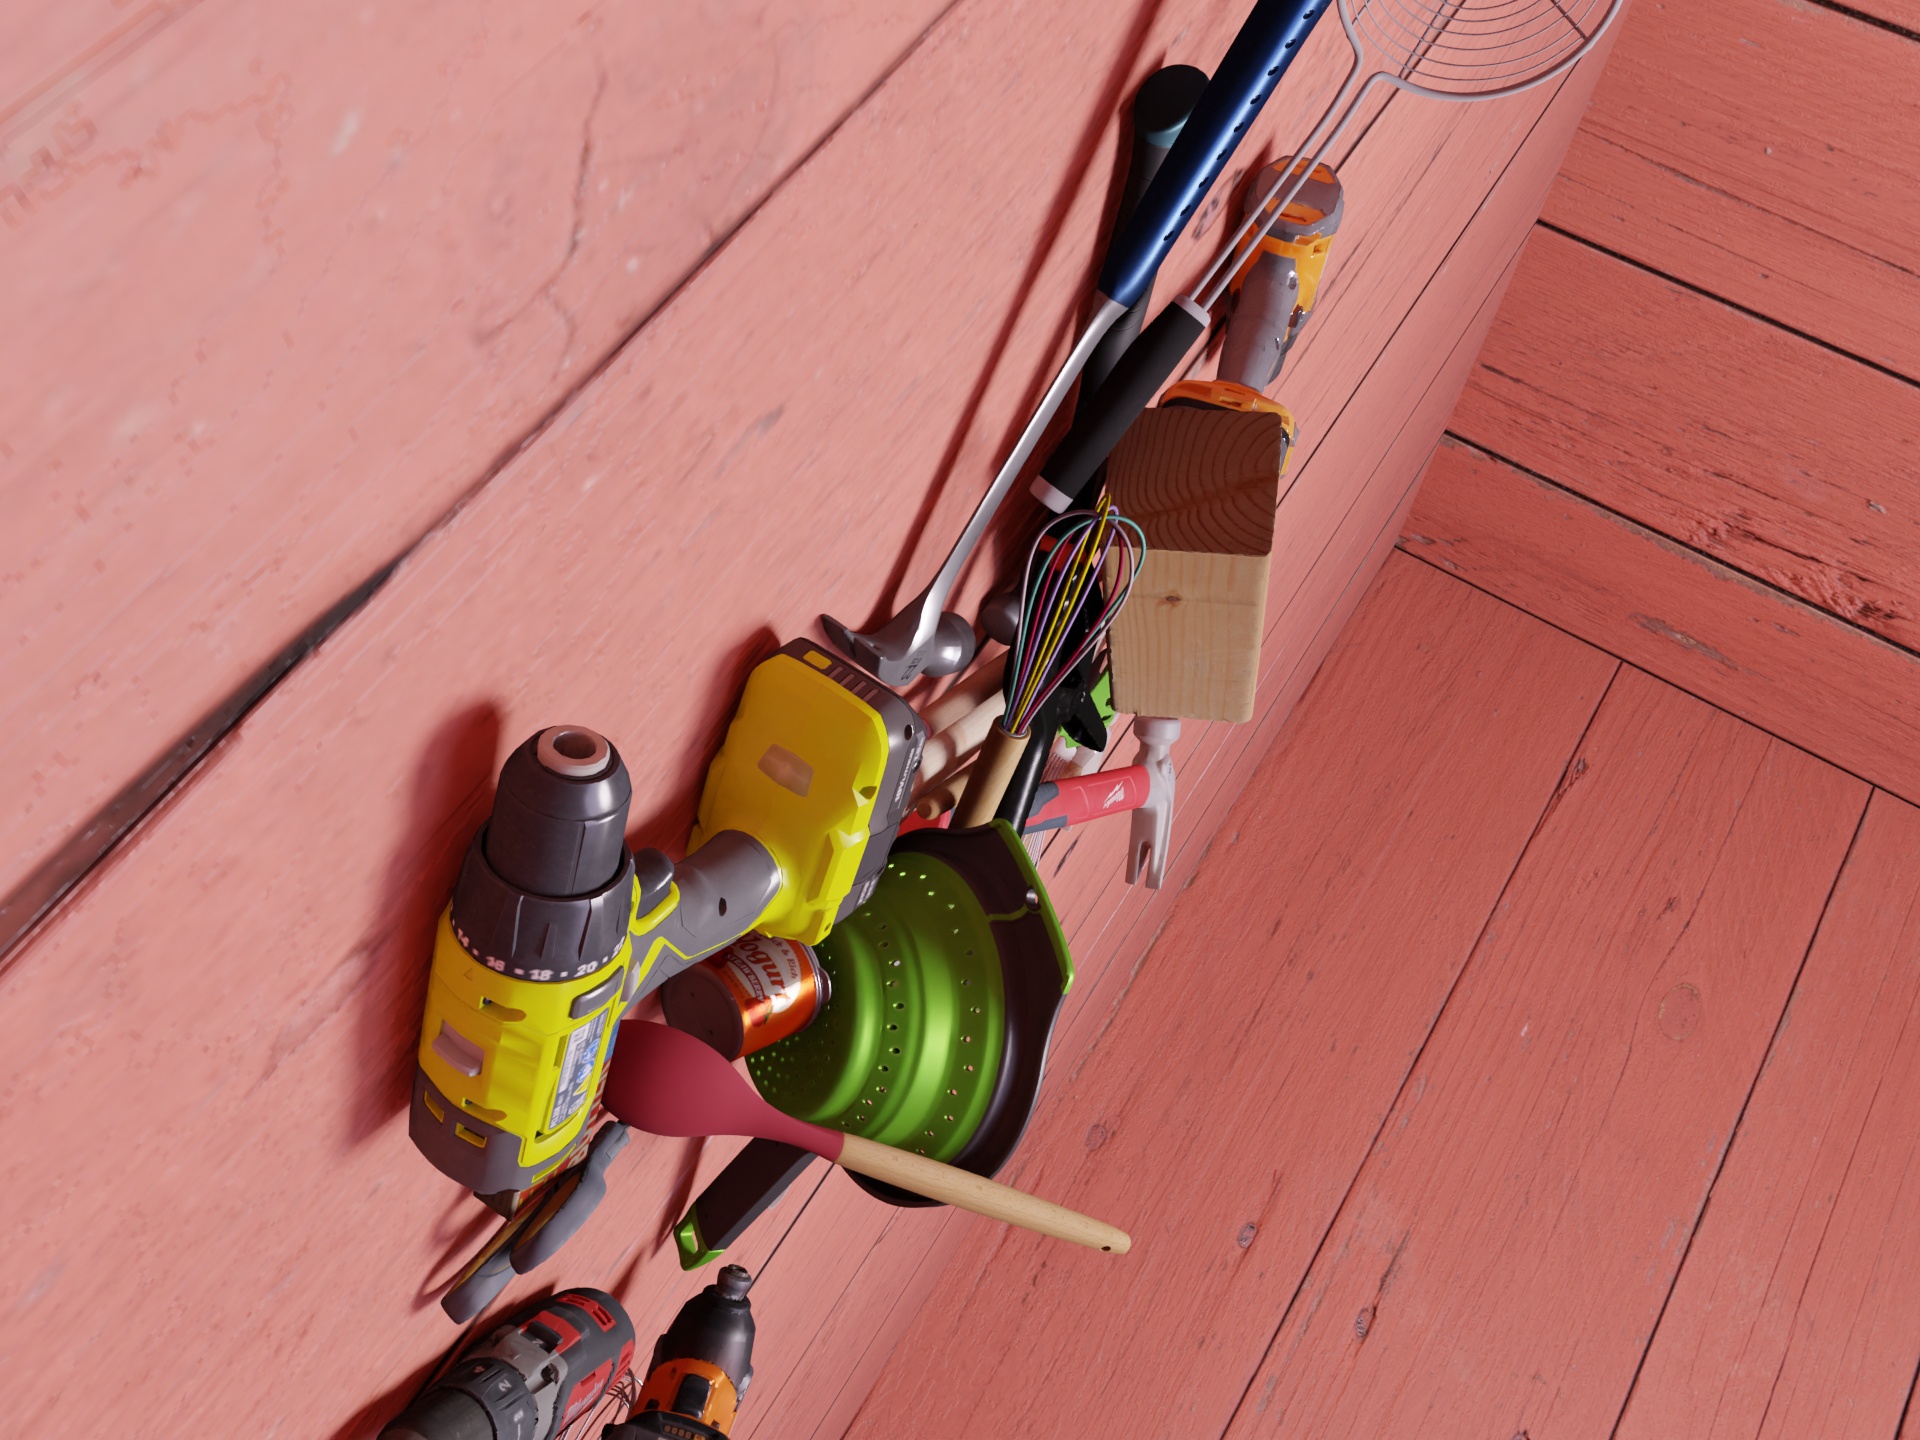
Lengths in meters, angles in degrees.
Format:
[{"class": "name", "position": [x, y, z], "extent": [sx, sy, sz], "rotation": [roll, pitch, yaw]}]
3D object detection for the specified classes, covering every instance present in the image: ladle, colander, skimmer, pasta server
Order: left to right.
[{"class": "colander", "position": [-0.097, 0.208, 0.891], "extent": [0.094, 0.205, 0.397], "rotation": [10, 133, -38]}, {"class": "ladle", "position": [-0.040, 0.214, 0.773], "extent": [0.069, 0.315, 0.031], "rotation": [-45, -149, 33]}, {"class": "pasta server", "position": [-0.001, -0.003, 0.894], "extent": [0.316, 0.040, 0.060], "rotation": [-36, 141, -49]}, {"class": "skimmer", "position": [0.159, -0.239, 0.757], "extent": [0.363, 0.127, 0.090], "rotation": [-52, -150, 14]}]

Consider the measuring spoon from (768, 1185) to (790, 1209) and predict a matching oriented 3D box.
[{"class": "measuring spoon", "position": [-0.136, 0.309, 1.140], "extent": [0.034, 0.018, 0.124], "rotation": [-49, 155, -39]}]

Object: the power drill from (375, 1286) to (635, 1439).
[{"class": "power drill", "position": [-0.257, 0.404, 0.785], "extent": [0.226, 0.080, 0.188], "rotation": [-65, 166, 5]}]

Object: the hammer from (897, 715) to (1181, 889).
[{"class": "hammer", "position": [0.066, 0.076, 1.147], "extent": [0.386, 0.038, 0.143], "rotation": [-6, 103, -60]}]

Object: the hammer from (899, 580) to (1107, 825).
[{"class": "hammer", "position": [0.037, -0.017, 1.045], "extent": [0.411, 0.038, 0.146], "rotation": [-41, 157, -51]}]

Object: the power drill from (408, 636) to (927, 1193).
[{"class": "power drill", "position": [-0.108, 0.054, 0.612], "extent": [0.228, 0.080, 0.190], "rotation": [-36, 152, -52]}]

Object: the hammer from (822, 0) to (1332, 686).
[{"class": "hammer", "position": [0.063, -0.184, 0.729], "extent": [0.405, 0.035, 0.144], "rotation": [-58, 166, 17]}]

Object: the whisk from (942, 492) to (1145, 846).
[{"class": "whisk", "position": [0.036, -0.015, 0.838], "extent": [0.051, 0.047, 0.244], "rotation": [1, 130, -27]}]

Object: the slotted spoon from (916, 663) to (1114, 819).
[{"class": "slotted spoon", "position": [0.046, 0.016, 1.018], "extent": [0.314, 0.031, 0.070], "rotation": [-28, 147, -62]}]

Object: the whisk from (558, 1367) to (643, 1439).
[{"class": "whisk", "position": [-0.275, 0.512, 0.995], "extent": [0.057, 0.059, 0.246], "rotation": [37, 86, -31]}]

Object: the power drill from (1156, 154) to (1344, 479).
[{"class": "power drill", "position": [0.179, -0.215, 1.012], "extent": [0.185, 0.084, 0.226], "rotation": [90, 18, -66]}]

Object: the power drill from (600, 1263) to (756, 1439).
[{"class": "power drill", "position": [-0.159, 0.406, 0.884], "extent": [0.226, 0.084, 0.164], "rotation": [138, -27, -85]}]

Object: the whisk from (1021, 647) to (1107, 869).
[{"class": "whisk", "position": [0.061, 0.049, 1.226], "extent": [0.285, 0.070, 0.070], "rotation": [-59, 166, -28]}]

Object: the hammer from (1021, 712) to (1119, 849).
[{"class": "hammer", "position": [0.034, 0.117, 1.299], "extent": [0.331, 0.031, 0.130], "rotation": [-49, 161, -35]}]

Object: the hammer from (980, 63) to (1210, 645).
[{"class": "hammer", "position": [0.077, -0.188, 0.857], "extent": [0.128, 0.033, 0.330], "rotation": [-48, 161, -37]}]

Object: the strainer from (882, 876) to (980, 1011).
[{"class": "strainer", "position": [-0.010, 0.124, 1.053], "extent": [0.256, 0.151, 0.069], "rotation": [78, 5, -60]}]
